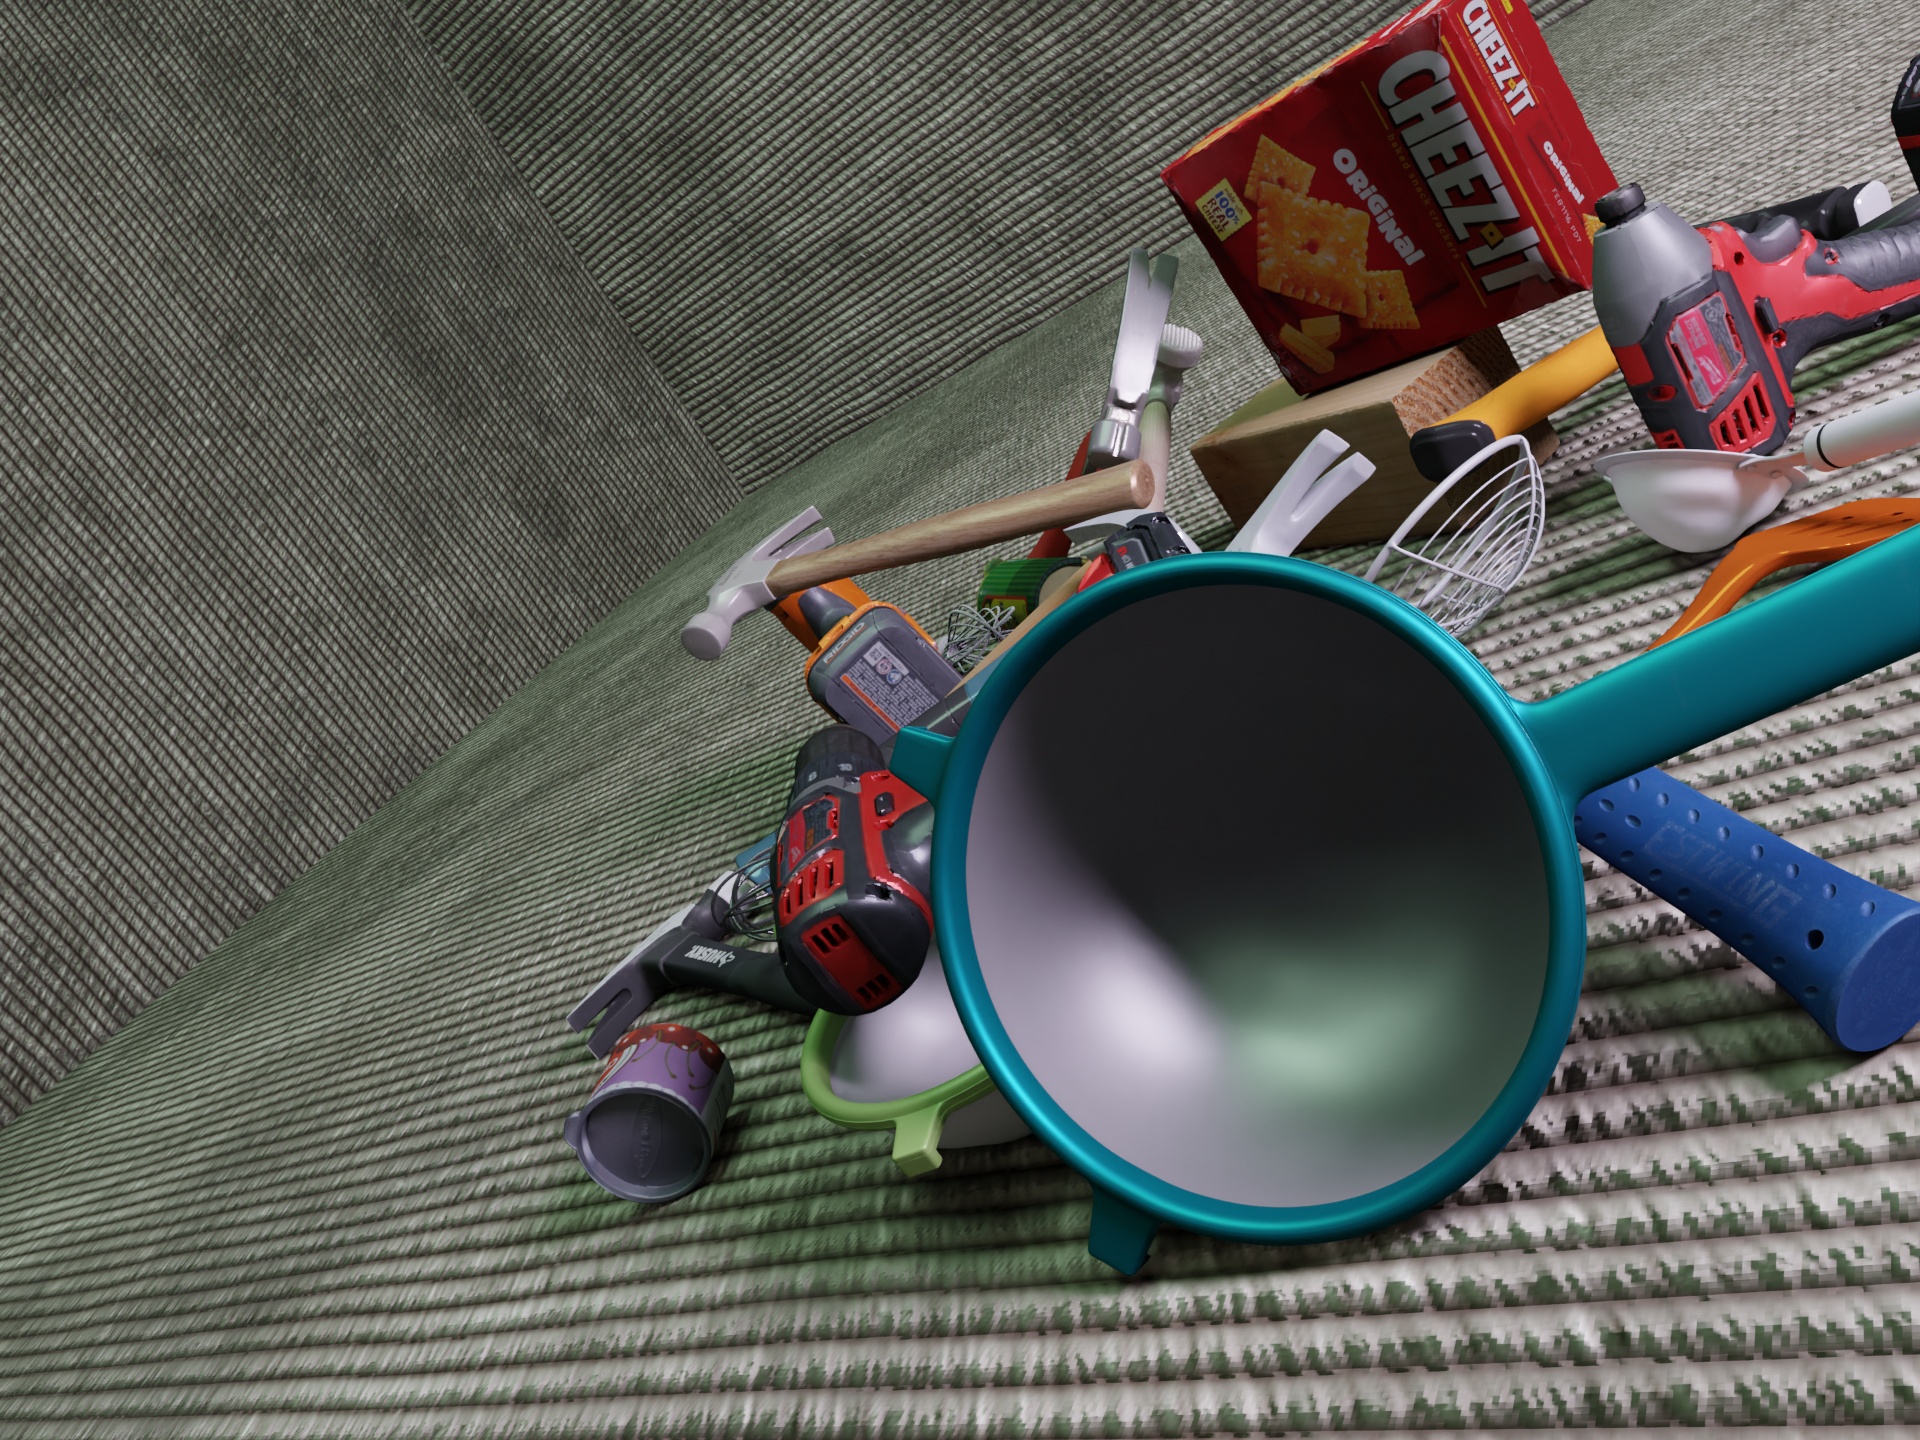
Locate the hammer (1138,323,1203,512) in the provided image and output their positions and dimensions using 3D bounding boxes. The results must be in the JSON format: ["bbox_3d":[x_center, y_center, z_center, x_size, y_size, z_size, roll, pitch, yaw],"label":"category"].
[{"bbox_3d":[0.111,-0.095,1.004,0.411,0.038,0.146,-79,4,-50],"label":"hammer"}]

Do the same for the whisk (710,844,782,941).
[{"bbox_3d":[-0.023,0.062,0.872,0.239,0.055,0.055,-23,13,-12],"label":"whisk"}]

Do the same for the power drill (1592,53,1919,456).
[{"bbox_3d":[0.405,-0.225,0.740,0.219,0.143,0.079,-31,13,6],"label":"power drill"}]

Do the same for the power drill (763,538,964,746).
[{"bbox_3d":[-0.057,-0.036,1.131,0.084,0.164,0.227,-44,27,1],"label":"power drill"}]

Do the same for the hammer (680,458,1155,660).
[{"bbox_3d":[-0.028,-0.116,1.029,0.331,0.031,0.130,-11,35,31],"label":"hammer"}]

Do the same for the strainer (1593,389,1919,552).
[{"bbox_3d":[0.339,-0.105,0.634,0.258,0.087,0.050,158,120,-75],"label":"strainer"}]

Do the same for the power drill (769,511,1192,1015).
[{"bbox_3d":[0.015,0.010,0.678,0.226,0.080,0.188,-34,24,10],"label":"power drill"}]

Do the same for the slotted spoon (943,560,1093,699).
[{"bbox_3d":[-0.019,0.007,0.995,0.313,0.031,0.070,-44,-26,15],"label":"slotted spoon"}]

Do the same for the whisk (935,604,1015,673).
[{"bbox_3d":[-0.005,-0.054,1.201,0.058,0.059,0.246,-54,10,-11],"label":"whisk"}]

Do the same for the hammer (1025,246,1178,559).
[{"bbox_3d":[0.090,-0.182,1.145,0.359,0.036,0.149,111,172,-73],"label":"hammer"}]

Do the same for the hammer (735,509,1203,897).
[{"bbox_3d":[-0.001,-0.003,0.908,0.331,0.033,0.128,-38,31,14],"label":"hammer"}]

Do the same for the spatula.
[{"bbox_3d":[0.253,0.002,0.607,0.322,0.041,0.081,-40,15,-4],"label":"spatula"}]

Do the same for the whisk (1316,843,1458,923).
[{"bbox_3d":[0.087,0.055,0.656,0.070,0.070,0.285,-42,22,-25],"label":"whisk"}]

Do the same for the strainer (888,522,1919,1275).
[{"bbox_3d":[0.149,0.025,0.486,0.340,0.211,0.095,-30,-13,29],"label":"strainer"}]

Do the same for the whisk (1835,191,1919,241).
[{"bbox_3d":[0.540,-0.289,0.812,0.296,0.073,0.073,-35,15,18],"label":"whisk"}]

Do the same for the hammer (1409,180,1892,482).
[{"bbox_3d":[0.368,-0.216,0.888,0.337,0.034,0.127,-32,17,-23],"label":"hammer"}]

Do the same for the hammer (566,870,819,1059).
[{"bbox_3d":[-0.118,0.148,0.901,0.146,0.035,0.335,-42,17,-25],"label":"hammer"}]

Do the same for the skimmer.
[{"bbox_3d":[0.182,-0.090,0.883,0.127,0.090,0.363,-40,16,-14],"label":"skimmer"}]

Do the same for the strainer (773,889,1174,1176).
[{"bbox_3d":[-0.011,0.123,0.682,0.151,0.069,0.256,-42,20,-21],"label":"strainer"}]

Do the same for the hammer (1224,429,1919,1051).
[{"bbox_3d":[0.189,-0.008,0.590,0.144,0.035,0.406,-57,25,9],"label":"hammer"}]
